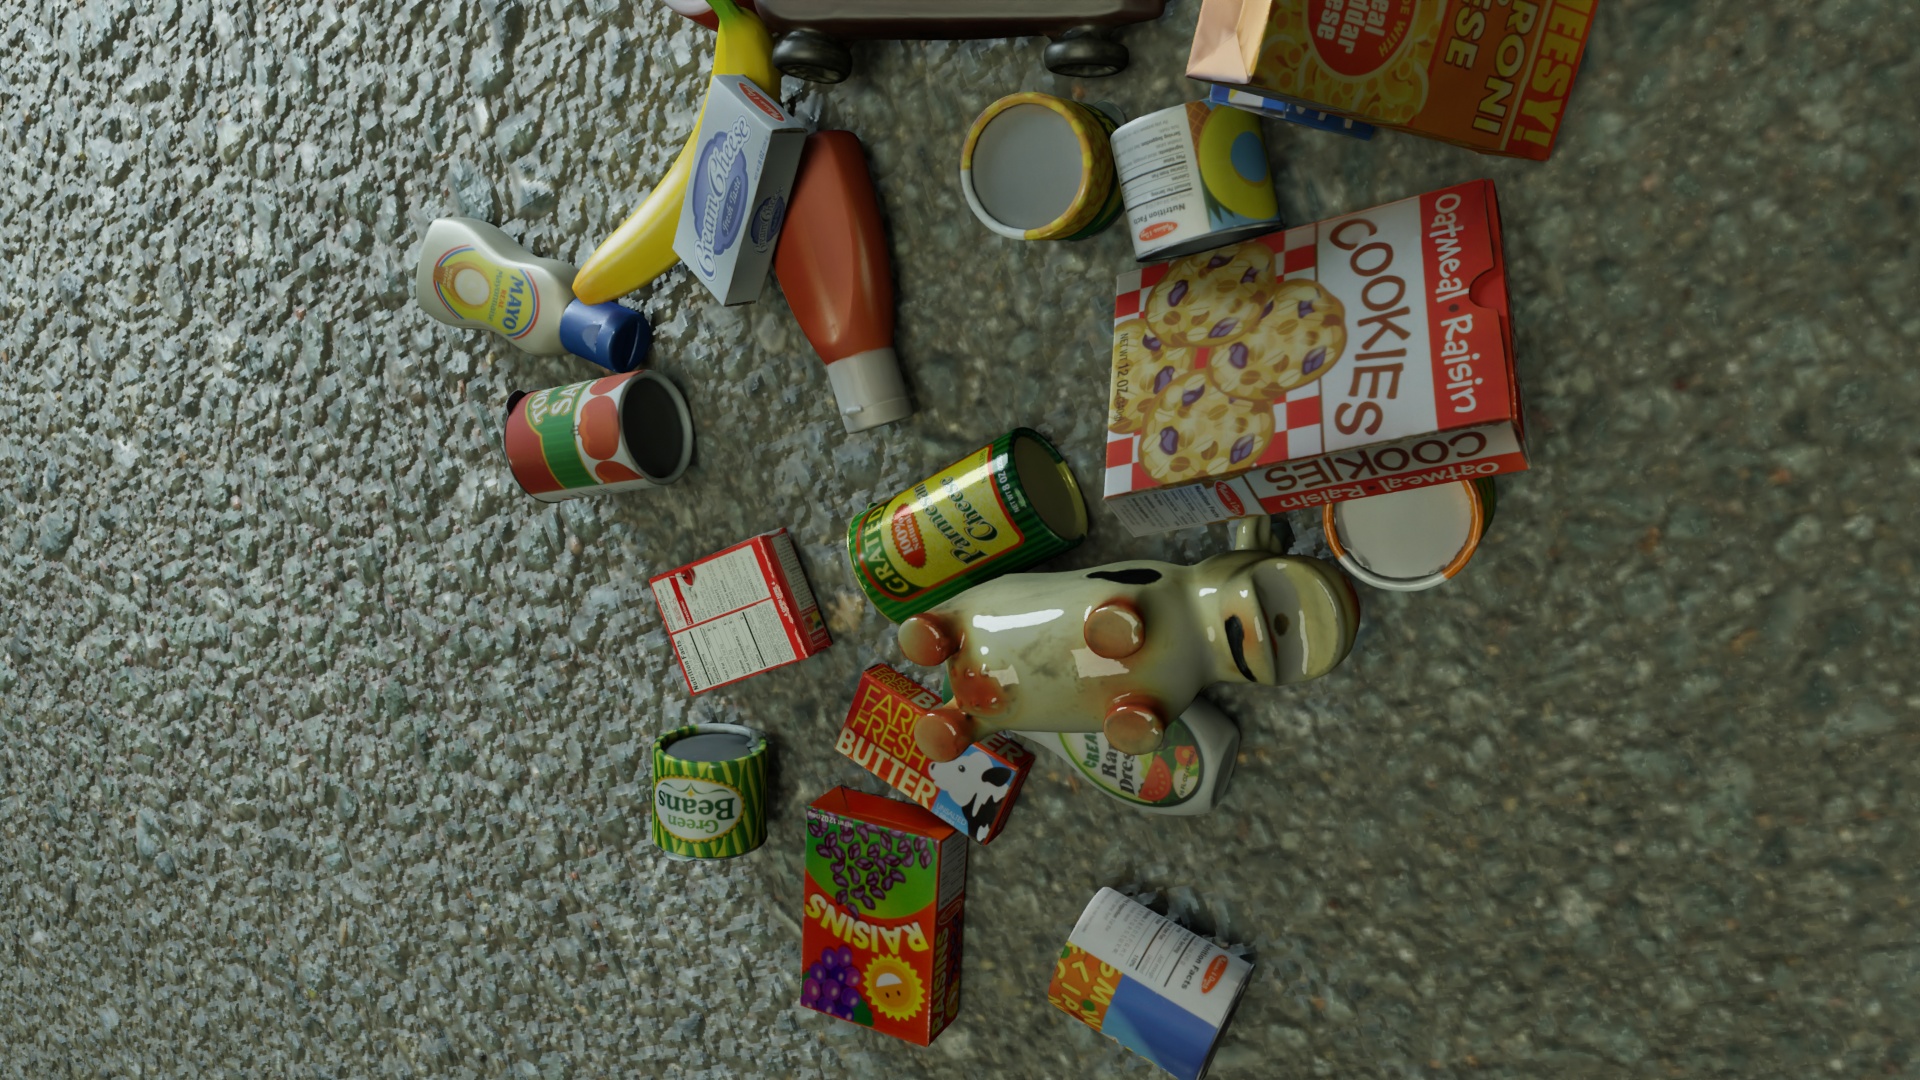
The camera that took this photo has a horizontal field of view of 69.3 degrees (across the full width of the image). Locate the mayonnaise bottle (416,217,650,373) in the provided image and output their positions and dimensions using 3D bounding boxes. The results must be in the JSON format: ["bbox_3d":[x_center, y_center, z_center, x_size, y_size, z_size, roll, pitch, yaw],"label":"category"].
[{"bbox_3d":[-0.248,-0.139,0.806,0.148,0.041,0.064,24,108,21],"label":"mayonnaise bottle"}]

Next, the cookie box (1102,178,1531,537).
[{"bbox_3d":[0.146,-0.076,0.588,0.167,0.040,0.123,-10,56,28],"label":"cookie box"}]

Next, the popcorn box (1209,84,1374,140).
[{"bbox_3d":[0.151,-0.234,0.565,0.038,0.085,0.126,22,110,34],"label":"popcorn box"}]

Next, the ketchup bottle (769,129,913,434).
[{"bbox_3d":[-0.062,-0.130,0.715,0.064,0.044,0.148,-14,94,35],"label":"ketchup bottle"}]

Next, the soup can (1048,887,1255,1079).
[{"bbox_3d":[0.095,0.225,0.697,0.084,0.071,0.071,25,110,21],"label":"soup can"}]

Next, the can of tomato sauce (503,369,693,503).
[{"bbox_3d":[-0.204,-0.060,0.786,0.083,0.071,0.071,-7,97,26],"label":"can of tomato sauce"}]

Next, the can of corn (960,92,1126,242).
[{"bbox_3d":[0.042,-0.175,0.647,0.071,0.058,0.071,6,103,25],"label":"can of corn"}]

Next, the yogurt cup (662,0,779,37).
[{"bbox_3d":[-0.120,-0.291,0.707,0.072,0.054,0.072,5,102,26],"label":"yogurt cup"}]

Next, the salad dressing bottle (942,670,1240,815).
[{"bbox_3d":[0.063,0.091,0.698,0.148,0.044,0.064,17,105,23],"label":"salad dressing bottle"}]

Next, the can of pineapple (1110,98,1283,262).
[{"bbox_3d":[0.105,-0.160,0.617,0.071,0.071,0.058,-10,95,27],"label":"can of pineapple"}]

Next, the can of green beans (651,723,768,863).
[{"bbox_3d":[-0.143,0.143,0.796,0.071,0.071,0.057,8,104,25],"label":"can of green beans"}]

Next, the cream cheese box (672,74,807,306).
[{"bbox_3d":[-0.112,-0.175,0.698,0.053,0.024,0.103,47,134,26],"label":"cream cheese box"}]

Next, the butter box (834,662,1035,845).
[{"bbox_3d":[-0.016,0.114,0.752,0.103,0.024,0.053,30,112,18],"label":"butter box"}]

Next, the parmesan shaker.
[{"bbox_3d":[0.002,-0.009,0.696,0.103,0.071,0.071,-28,87,28],"label":"parmesan shaker"}]

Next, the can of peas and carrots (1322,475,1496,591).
[{"bbox_3d":[0.195,-0.018,0.603,0.071,0.059,0.070,5,103,25],"label":"can of peas and carrots"}]

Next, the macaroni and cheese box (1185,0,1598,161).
[{"bbox_3d":[0.172,-0.219,0.519,0.040,0.167,0.123,35,117,53],"label":"macaroni and cheese box"}]

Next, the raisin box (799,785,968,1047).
[{"bbox_3d":[-0.044,0.208,0.776,0.086,0.040,0.123,8,102,24],"label":"raisin box"}]
